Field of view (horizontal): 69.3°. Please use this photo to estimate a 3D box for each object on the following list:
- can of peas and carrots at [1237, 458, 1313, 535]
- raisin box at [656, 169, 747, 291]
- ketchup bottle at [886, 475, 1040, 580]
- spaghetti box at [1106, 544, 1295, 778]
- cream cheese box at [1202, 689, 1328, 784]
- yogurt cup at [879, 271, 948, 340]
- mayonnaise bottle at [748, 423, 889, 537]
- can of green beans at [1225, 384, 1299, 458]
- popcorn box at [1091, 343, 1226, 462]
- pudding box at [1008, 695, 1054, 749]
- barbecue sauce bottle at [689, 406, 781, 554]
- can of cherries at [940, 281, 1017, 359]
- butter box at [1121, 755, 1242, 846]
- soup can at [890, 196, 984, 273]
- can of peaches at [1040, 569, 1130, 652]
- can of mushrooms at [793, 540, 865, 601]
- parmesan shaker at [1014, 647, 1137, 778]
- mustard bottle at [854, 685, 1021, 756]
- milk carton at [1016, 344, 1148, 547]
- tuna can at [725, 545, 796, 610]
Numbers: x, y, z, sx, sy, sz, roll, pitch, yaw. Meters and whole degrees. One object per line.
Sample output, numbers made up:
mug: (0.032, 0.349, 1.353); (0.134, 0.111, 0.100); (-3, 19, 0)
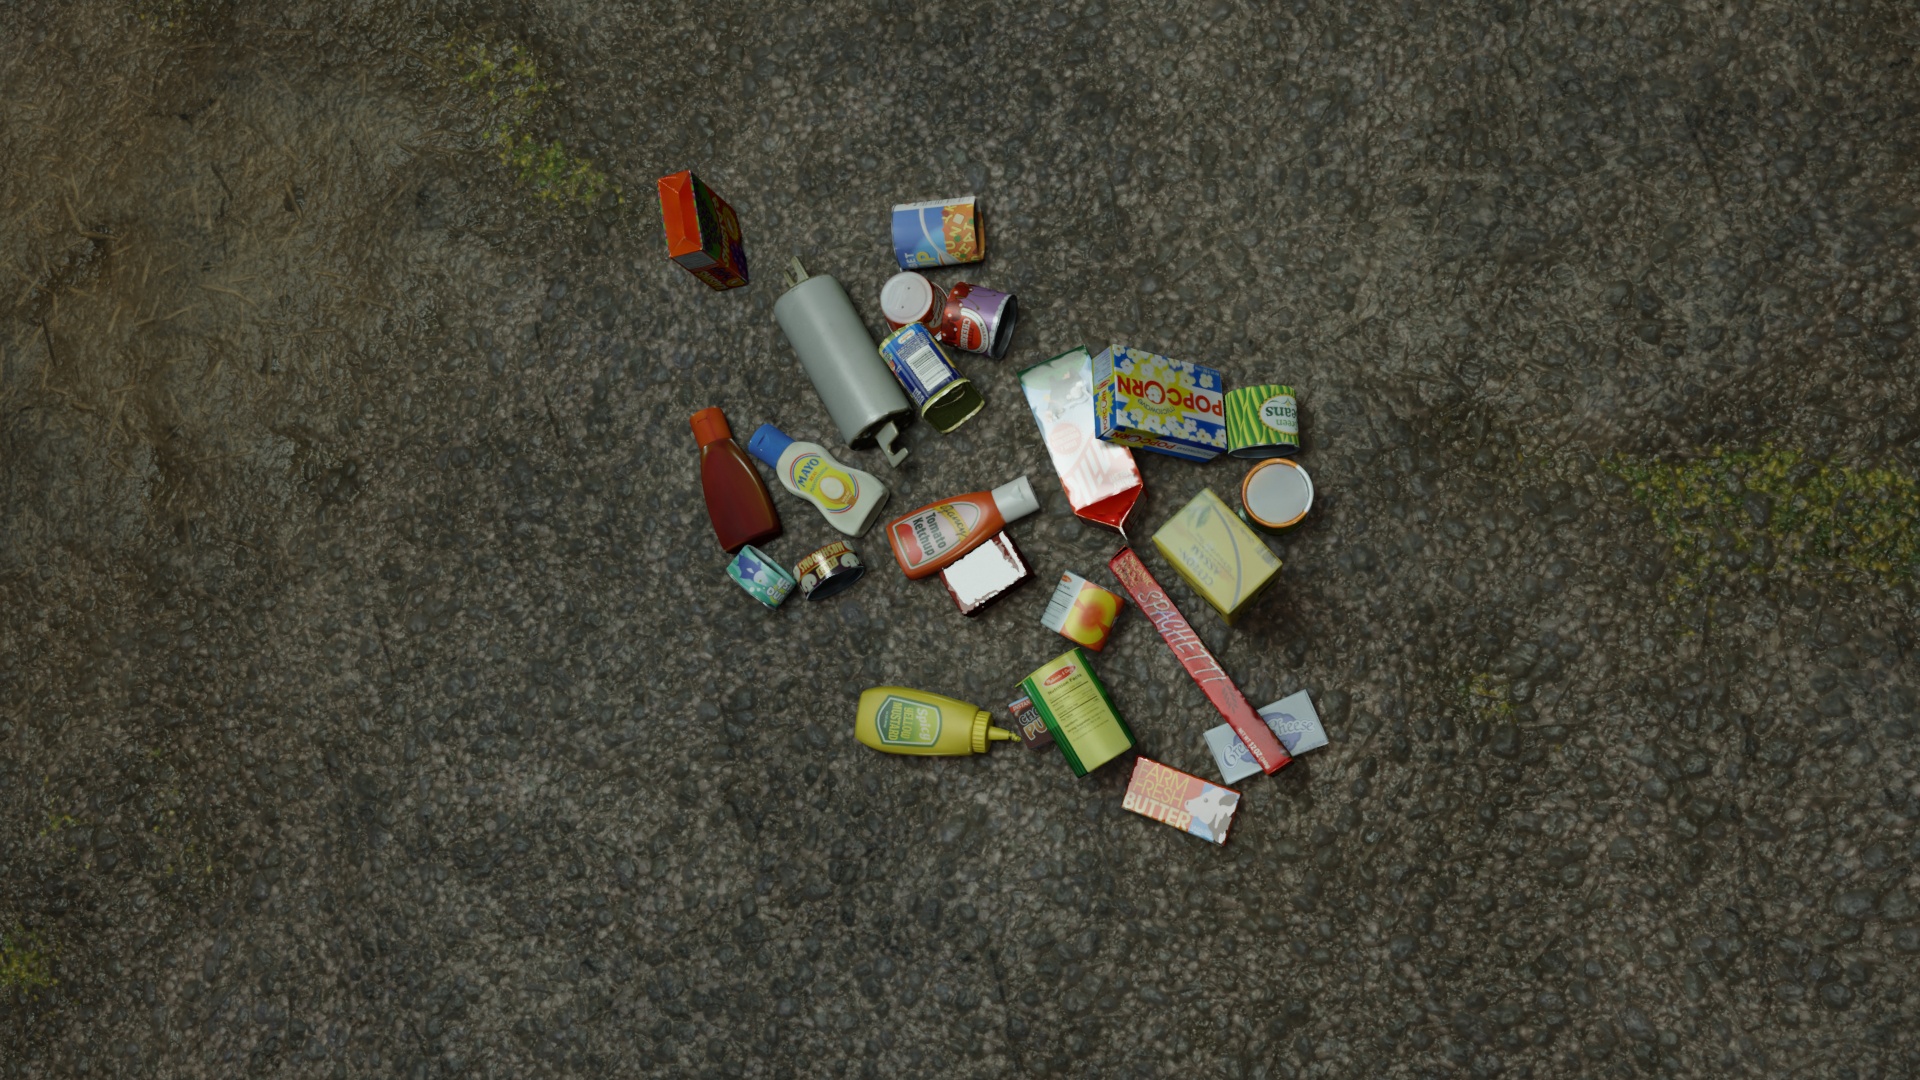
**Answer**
can of peas and carrots: (0.294, -0.040, 1.302); (0.071, 0.058, 0.071); (-2, 82, 12)
raisin box: (-0.262, -0.315, 1.422); (0.040, 0.123, 0.086); (-13, 81, 11)
ketchup bottle: (0.005, -0.017, 1.368); (0.149, 0.043, 0.065); (-25, 73, 7)
spaghetti box: (0.220, 0.110, 1.286); (0.028, 0.050, 0.250); (-38, 68, 6)
cream cheese box: (0.284, 0.183, 1.292); (0.104, 0.024, 0.053); (-25, 77, 8)
yogurt cup: (-0.049, -0.238, 1.403); (0.072, 0.054, 0.072); (-2, 82, 12)
mayonnaise bottle: (-0.147, -0.065, 1.407); (0.148, 0.041, 0.064); (34, 92, 13)
can of green beans: (0.285, -0.111, 1.310); (0.071, 0.071, 0.058); (-3, 82, 12)
popcorn box: (0.187, -0.127, 1.304); (0.127, 0.038, 0.085); (10, 67, -25)
pudding box: (0.094, 0.162, 1.332); (0.083, 0.030, 0.050); (-25, 78, 7)
barbecue sauce bottle: (-0.237, -0.064, 1.425); (0.065, 0.043, 0.149); (-24, 78, 8)
can of cherries: (0.018, -0.217, 1.378); (0.058, 0.071, 0.071); (17, 87, 14)
butter box: (0.206, 0.242, 1.301); (0.103, 0.024, 0.053); (19, 88, 14)
soup can: (-0.022, -0.307, 1.401); (0.084, 0.071, 0.071); (-4, 82, 11)
can of peaches: (0.119, 0.068, 1.322); (0.071, 0.071, 0.058); (27, 89, 14)
can of mushrooms: (-0.130, 0.030, 1.376); (0.071, 0.071, 0.033); (-31, 76, 7)
parmesan shaker: (0.106, 0.160, 1.279); (0.071, 0.071, 0.103); (-32, 79, 6)
mustard bottle: (-0.020, 0.179, 1.344); (0.160, 0.049, 0.065); (5, 86, 13)
milk carton: (0.126, -0.083, 1.336); (0.073, 0.072, 0.191); (-23, 79, 8)
tuna can: (-0.198, 0.038, 1.391); (0.071, 0.071, 0.033); (40, 92, 14)
